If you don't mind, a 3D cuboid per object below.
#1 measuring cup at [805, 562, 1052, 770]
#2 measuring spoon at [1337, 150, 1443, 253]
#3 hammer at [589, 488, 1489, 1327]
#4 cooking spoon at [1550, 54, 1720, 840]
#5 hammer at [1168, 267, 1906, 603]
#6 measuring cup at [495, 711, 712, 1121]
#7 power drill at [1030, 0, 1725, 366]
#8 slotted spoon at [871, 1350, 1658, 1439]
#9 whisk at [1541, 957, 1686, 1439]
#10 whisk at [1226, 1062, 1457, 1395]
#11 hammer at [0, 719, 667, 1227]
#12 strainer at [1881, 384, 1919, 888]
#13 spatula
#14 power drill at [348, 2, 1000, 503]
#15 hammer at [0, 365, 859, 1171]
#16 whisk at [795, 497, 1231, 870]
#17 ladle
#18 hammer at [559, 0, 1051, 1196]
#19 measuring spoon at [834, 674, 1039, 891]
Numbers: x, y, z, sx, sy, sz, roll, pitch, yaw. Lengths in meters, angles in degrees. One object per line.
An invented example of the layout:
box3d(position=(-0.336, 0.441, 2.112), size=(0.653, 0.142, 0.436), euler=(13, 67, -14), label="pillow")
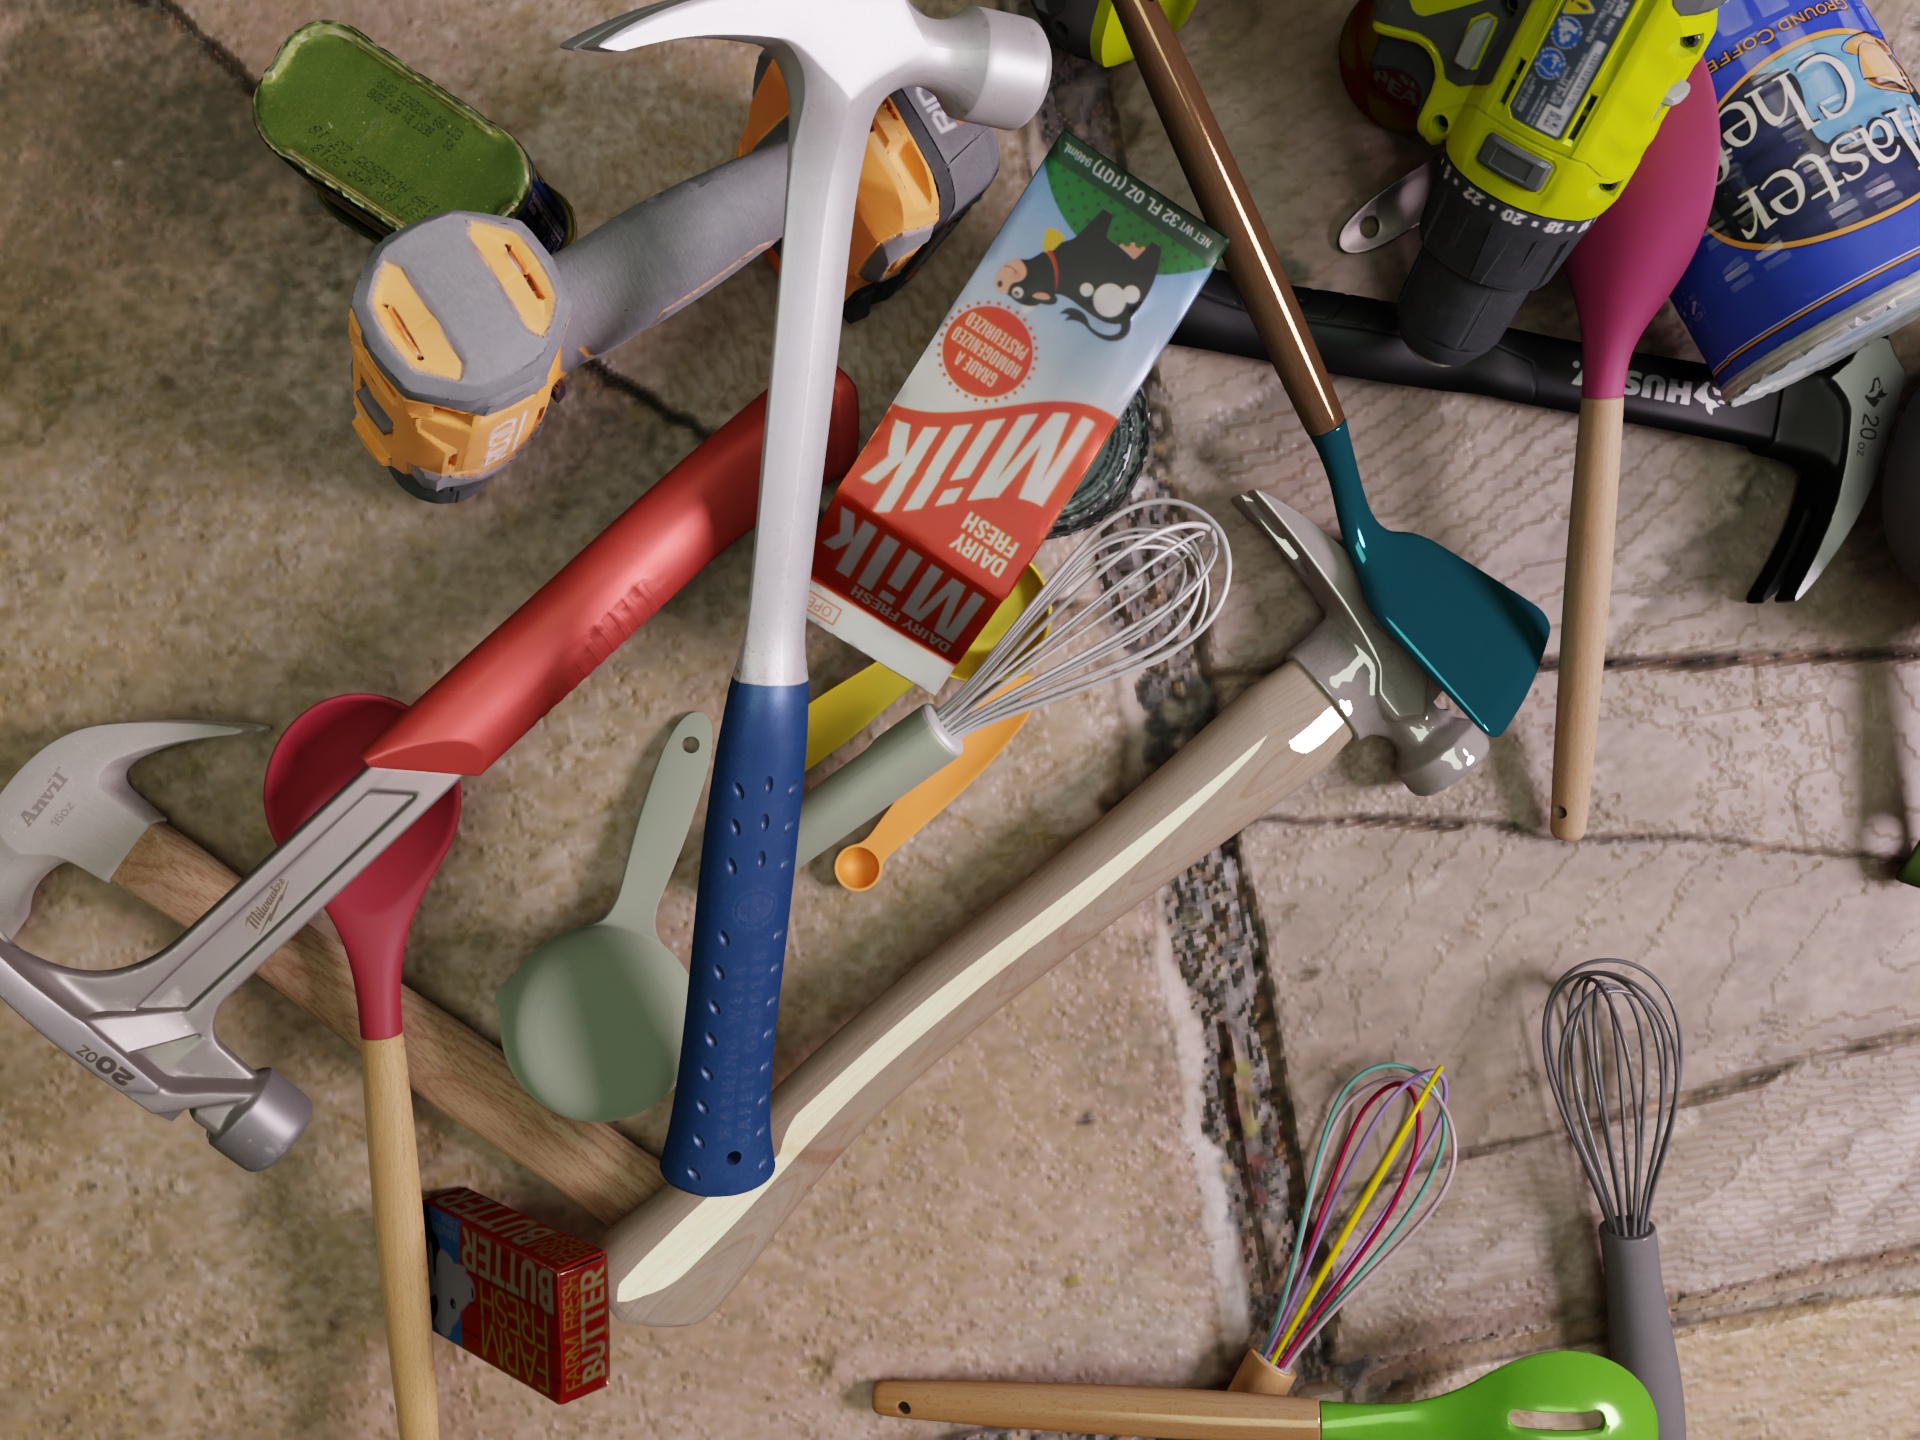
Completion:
box3d(position=(-0.032, -0.017, 0.649), size=(0.156, 0.029, 0.062), euler=(-35, 99, 10), label="measuring cup")
box3d(position=(0.208, -0.231, 0.659), size=(0.124, 0.018, 0.034), euler=(-33, 107, 5), label="measuring spoon")
box3d(position=(0.015, 0.082, 0.633), size=(0.410, 0.038, 0.146), euler=(-39, 94, -6), label="hammer")
box3d(position=(0.246, -0.099, 0.614), size=(0.017, 0.069, 0.318), euler=(-19, 115, -34), label="cooking spoon")
box3d(position=(0.218, -0.142, 0.652), size=(0.334, 0.035, 0.146), euler=(9, 92, -5), label="hammer")
box3d(position=(-0.126, 0.075, 0.622), size=(0.083, 0.038, 0.168), euler=(19, 80, -14), label="measuring cup")
box3d(position=(0.141, -0.251, 0.568), size=(0.228, 0.190, 0.080), euler=(36, 48, 15), label="power drill")
box3d(position=(0.118, 0.283, 0.640), size=(0.314, 0.031, 0.070), euler=(-1, 96, 10), label="slotted spoon")
box3d(position=(0.286, 0.216, 0.674), size=(0.055, 0.055, 0.239), euler=(-10, 98, -4), label="whisk")
box3d(position=(0.140, 0.249, 0.665), size=(0.051, 0.047, 0.245), euler=(27, 94, -7), label="whisk")
box3d(position=(-0.229, 0.117, 0.634), size=(0.331, 0.031, 0.130), euler=(36, 90, -6), label="hammer")
box3d(position=(0.409, -0.056, 0.658), size=(0.069, 0.151, 0.256), euler=(21, 113, 32), label="strainer")
box3d(position=(0.137, -0.136, 0.597), size=(0.082, 0.044, 0.317), euler=(-50, 119, -38), label="spatula")
box3d(position=(-0.114, -0.154, 0.577), size=(0.226, 0.185, 0.084), euler=(-34, 96, -21), label="power drill")
box3d(position=(-0.174, -0.016, 0.576), size=(0.359, 0.037, 0.149), euler=(-46, 116, -16), label="hammer")
box3d(position=(-0.001, -0.002, 0.617), size=(0.246, 0.057, 0.059), euler=(-35, 71, 14), label="whisk")
box3d(position=(-0.217, 0.145, 0.607), size=(0.069, 0.031, 0.315), euler=(-4, 96, -16), label="ladle")
box3d(position=(-0.067, -0.024, 0.520), size=(0.144, 0.035, 0.405), euler=(-3, 111, -31), label="hammer")
box3d(position=(-0.009, 0.025, 0.658), size=(0.021, 0.011, 0.117), euler=(43, 86, -6), label="measuring spoon")
